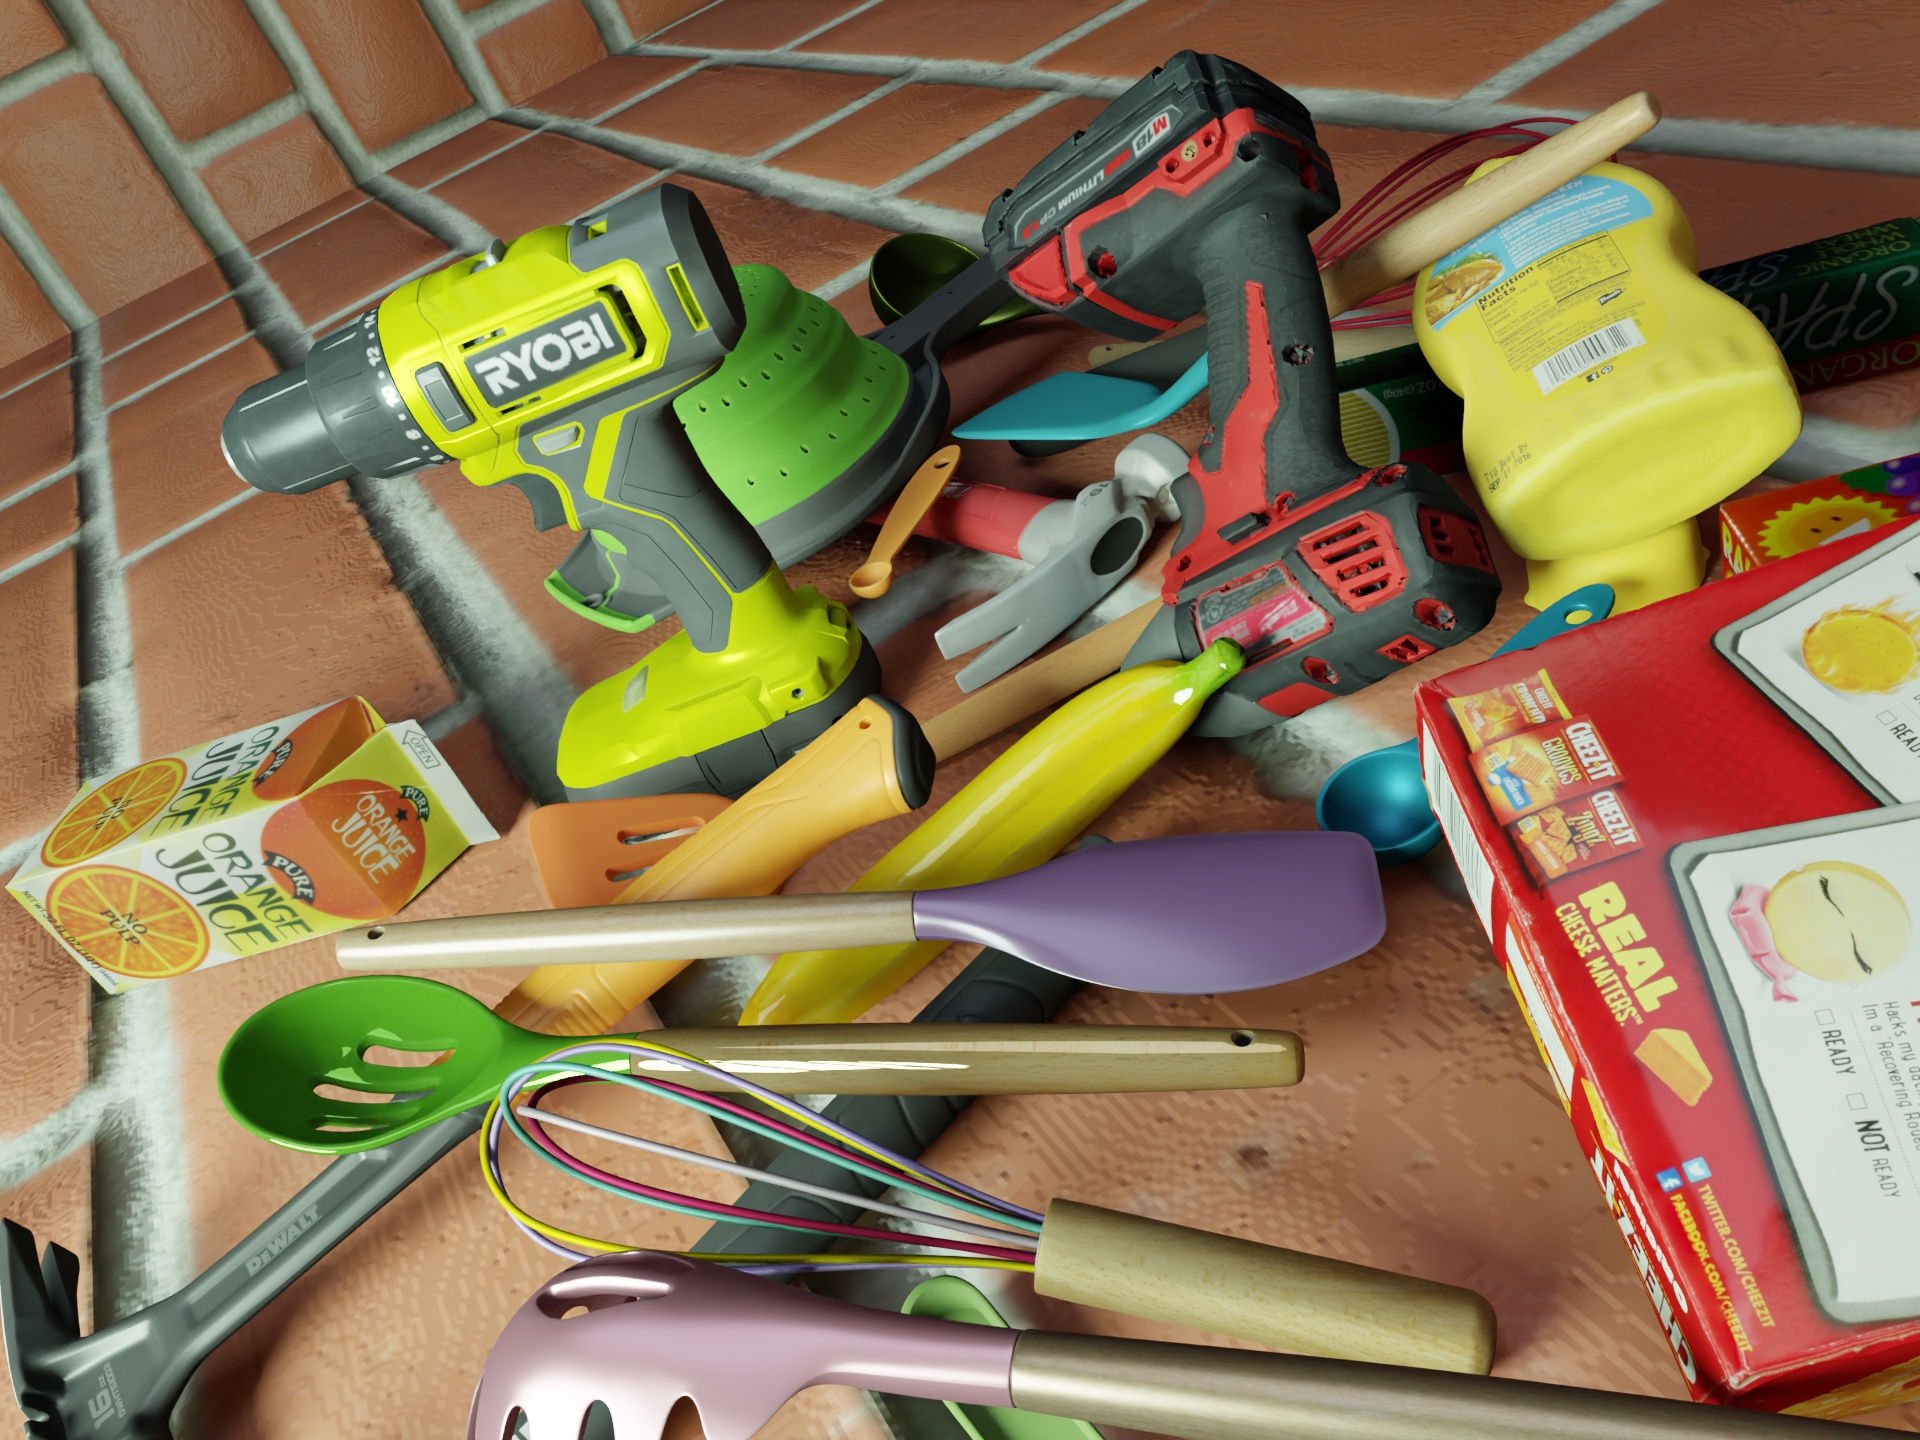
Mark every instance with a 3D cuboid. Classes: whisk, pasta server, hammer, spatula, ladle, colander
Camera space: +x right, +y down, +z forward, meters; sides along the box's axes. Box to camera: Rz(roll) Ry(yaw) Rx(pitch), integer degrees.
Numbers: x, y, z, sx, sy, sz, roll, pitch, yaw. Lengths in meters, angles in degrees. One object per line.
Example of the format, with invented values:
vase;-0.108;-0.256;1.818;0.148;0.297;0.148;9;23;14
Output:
whisk;0.147;-0.186;0.722;0.296;0.073;0.073;-21;31;28
whisk;-0.001;0.115;0.375;0.245;0.051;0.047;9;26;12
pasta server;0.038;0.136;0.308;0.316;0.040;0.060;-2;12;21
hammer;-0.147;0.102;0.509;0.337;0.034;0.127;-40;47;-13
hammer;-0.066;-0.109;0.794;0.143;0.038;0.387;-42;37;-22
spatula;-0.001;-0.002;0.598;0.322;0.041;0.081;-28;57;-8
spatula;-0.038;0.061;0.468;0.316;0.018;0.060;-4;41;10
ladle;0.087;-0.245;0.870;0.320;0.062;0.078;5;49;34
colander;-0.058;-0.206;0.796;0.397;0.094;0.205;-42;37;-19
spatula;0.121;-0.166;0.622;0.082;0.044;0.317;-36;9;-38
hammer;-0.061;0.144;0.431;0.335;0.035;0.146;-42;30;-27

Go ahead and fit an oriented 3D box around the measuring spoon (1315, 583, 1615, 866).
measuring spoon;0.163;0.003;0.495;0.128;0.021;0.042;-40;37;-16

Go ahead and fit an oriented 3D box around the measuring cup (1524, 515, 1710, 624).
measuring cup;0.219;-0.031;0.504;0.062;0.029;0.157;-15;33;15

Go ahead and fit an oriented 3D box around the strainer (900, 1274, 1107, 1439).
strainer;0.051;0.173;0.292;0.151;0.069;0.257;-36;36;-16

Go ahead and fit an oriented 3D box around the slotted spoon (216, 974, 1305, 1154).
slotted spoon;-0.065;0.095;0.437;0.314;0.031;0.070;-4;33;17

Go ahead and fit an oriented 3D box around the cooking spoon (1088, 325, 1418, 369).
cooking spoon;0.191;-0.173;0.733;0.319;0.017;0.069;8;54;40

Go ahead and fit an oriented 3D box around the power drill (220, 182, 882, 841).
power drill;-0.145;-0.068;0.611;0.190;0.228;0.080;-21;33;7

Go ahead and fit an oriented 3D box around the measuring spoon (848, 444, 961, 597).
measuring spoon;-0.021;-0.088;0.696;0.021;0.011;0.117;-5;37;27

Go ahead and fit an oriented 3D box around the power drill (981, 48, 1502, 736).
power drill;0.088;-0.104;0.561;0.143;0.078;0.220;-29;68;39
